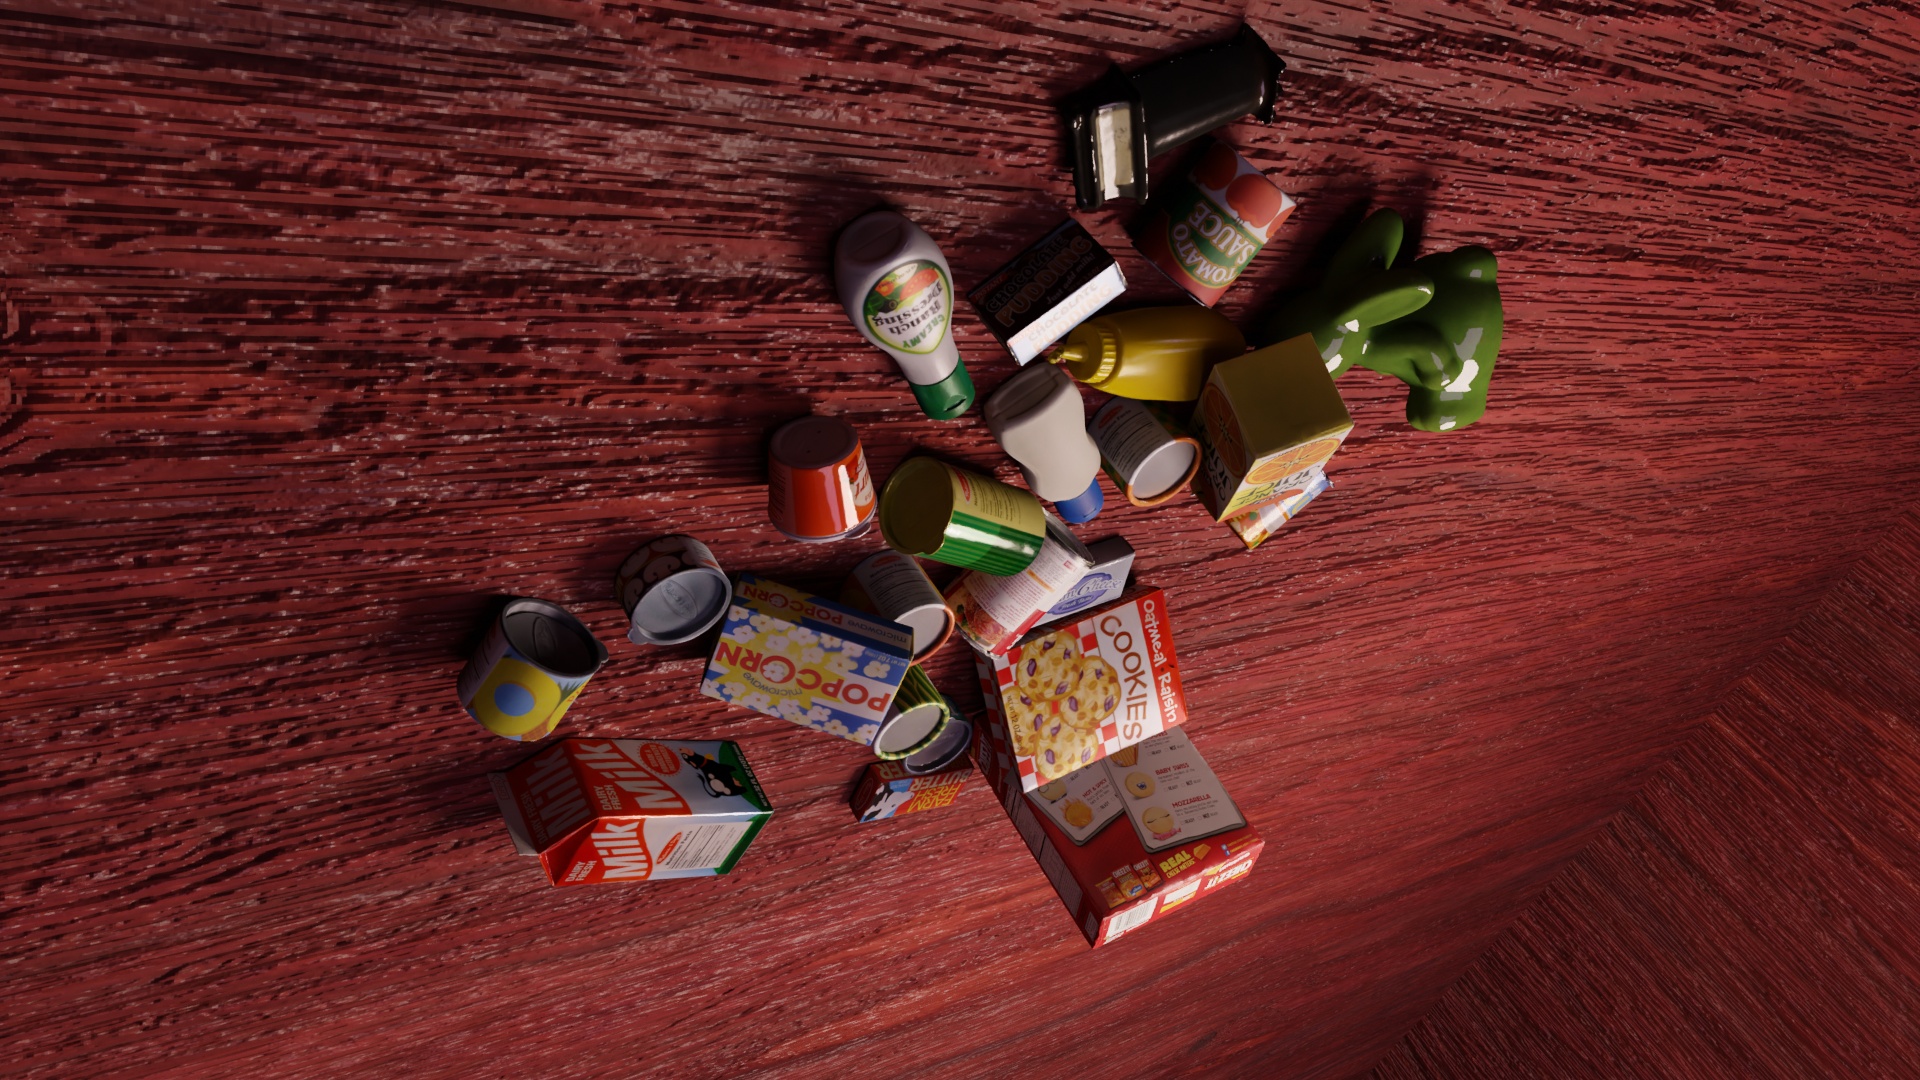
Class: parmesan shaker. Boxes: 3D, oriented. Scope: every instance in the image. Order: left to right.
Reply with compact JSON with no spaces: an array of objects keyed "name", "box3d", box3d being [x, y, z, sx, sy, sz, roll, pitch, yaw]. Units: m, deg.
[{"name":"parmesan shaker","box3d":[0.003,-0.012,0.949,0.103,0.071,0.071,16,120,-49]}]

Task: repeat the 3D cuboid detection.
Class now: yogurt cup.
[{"name":"yogurt cup","box3d":[-0.087,-0.040,0.848,0.072,0.072,0.053,-22,134,-20]}]

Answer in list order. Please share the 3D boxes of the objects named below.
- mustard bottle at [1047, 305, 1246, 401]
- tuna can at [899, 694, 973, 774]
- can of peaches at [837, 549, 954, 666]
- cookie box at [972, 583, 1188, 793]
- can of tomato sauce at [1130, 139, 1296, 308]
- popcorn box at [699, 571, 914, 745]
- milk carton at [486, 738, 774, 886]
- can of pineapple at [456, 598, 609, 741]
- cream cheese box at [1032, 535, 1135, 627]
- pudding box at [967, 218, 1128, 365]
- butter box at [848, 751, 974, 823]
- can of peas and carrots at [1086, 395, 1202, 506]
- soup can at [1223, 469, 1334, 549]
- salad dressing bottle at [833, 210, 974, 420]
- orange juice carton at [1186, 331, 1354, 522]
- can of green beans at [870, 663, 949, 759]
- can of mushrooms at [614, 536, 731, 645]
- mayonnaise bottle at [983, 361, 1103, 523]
[{"name":"mustard bottle","box3d":[0.120,-0.127,0.936,0.161,0.049,0.065,-4,141,-37]},{"name":"tuna can","box3d":[-0.025,0.159,1.153,0.071,0.033,0.070,-23,143,-19]},{"name":"can of peaches","box3d":[-0.046,0.051,0.991,0.071,0.058,0.071,-23,142,-19]},{"name":"cookie box","box3d":[0.103,0.121,1.158,0.168,0.040,0.122,-19,105,-23]},{"name":"can of tomato sauce","box3d":[0.159,-0.198,0.871,0.071,0.071,0.083,19,117,-49]},{"name":"popcorn box","box3d":[-0.104,0.081,0.938,0.127,0.038,0.084,19,125,-10]},{"name":"milk carton","box3d":[-0.235,0.189,0.976,0.191,0.072,0.073,9,125,-47]},{"name":"can of pineapple","box3d":[-0.257,0.078,0.833,0.071,0.071,0.057,15,122,-48]},{"name":"cream cheese box","box3d":[0.088,0.034,1.115,0.104,0.024,0.053,-17,140,-26]},{"name":"pudding box","box3d":[0.053,-0.152,0.850,0.084,0.050,0.030,-36,147,0]},{"name":"butter box","box3d":[-0.042,0.213,1.208,0.104,0.024,0.052,-3,133,-38]},{"name":"can of peas and carrots","box3d":[0.134,-0.066,1.009,0.071,0.059,0.070,-23,143,-18]},{"name":"soup can","box3d":[0.247,-0.042,1.122,0.083,0.071,0.071,-41,145,6]},{"name":"salad dressing bottle","box3d":[-0.028,-0.127,0.815,0.064,0.044,0.147,-33,145,-3]},{"name":"orange juice carton","box3d":[0.212,-0.070,0.996,0.072,0.073,0.192,-19,165,-5]},{"name":"can of green beans","box3d":[-0.050,0.127,1.073,0.071,0.058,0.071,-23,143,-19]},{"name":"can of mushrooms","box3d":[-0.183,0.033,0.874,0.071,0.033,0.070,-23,143,-19]},{"name":"mayonnaise bottle","box3d":[0.066,-0.062,0.973,0.065,0.041,0.147,-34,146,-1]}]
